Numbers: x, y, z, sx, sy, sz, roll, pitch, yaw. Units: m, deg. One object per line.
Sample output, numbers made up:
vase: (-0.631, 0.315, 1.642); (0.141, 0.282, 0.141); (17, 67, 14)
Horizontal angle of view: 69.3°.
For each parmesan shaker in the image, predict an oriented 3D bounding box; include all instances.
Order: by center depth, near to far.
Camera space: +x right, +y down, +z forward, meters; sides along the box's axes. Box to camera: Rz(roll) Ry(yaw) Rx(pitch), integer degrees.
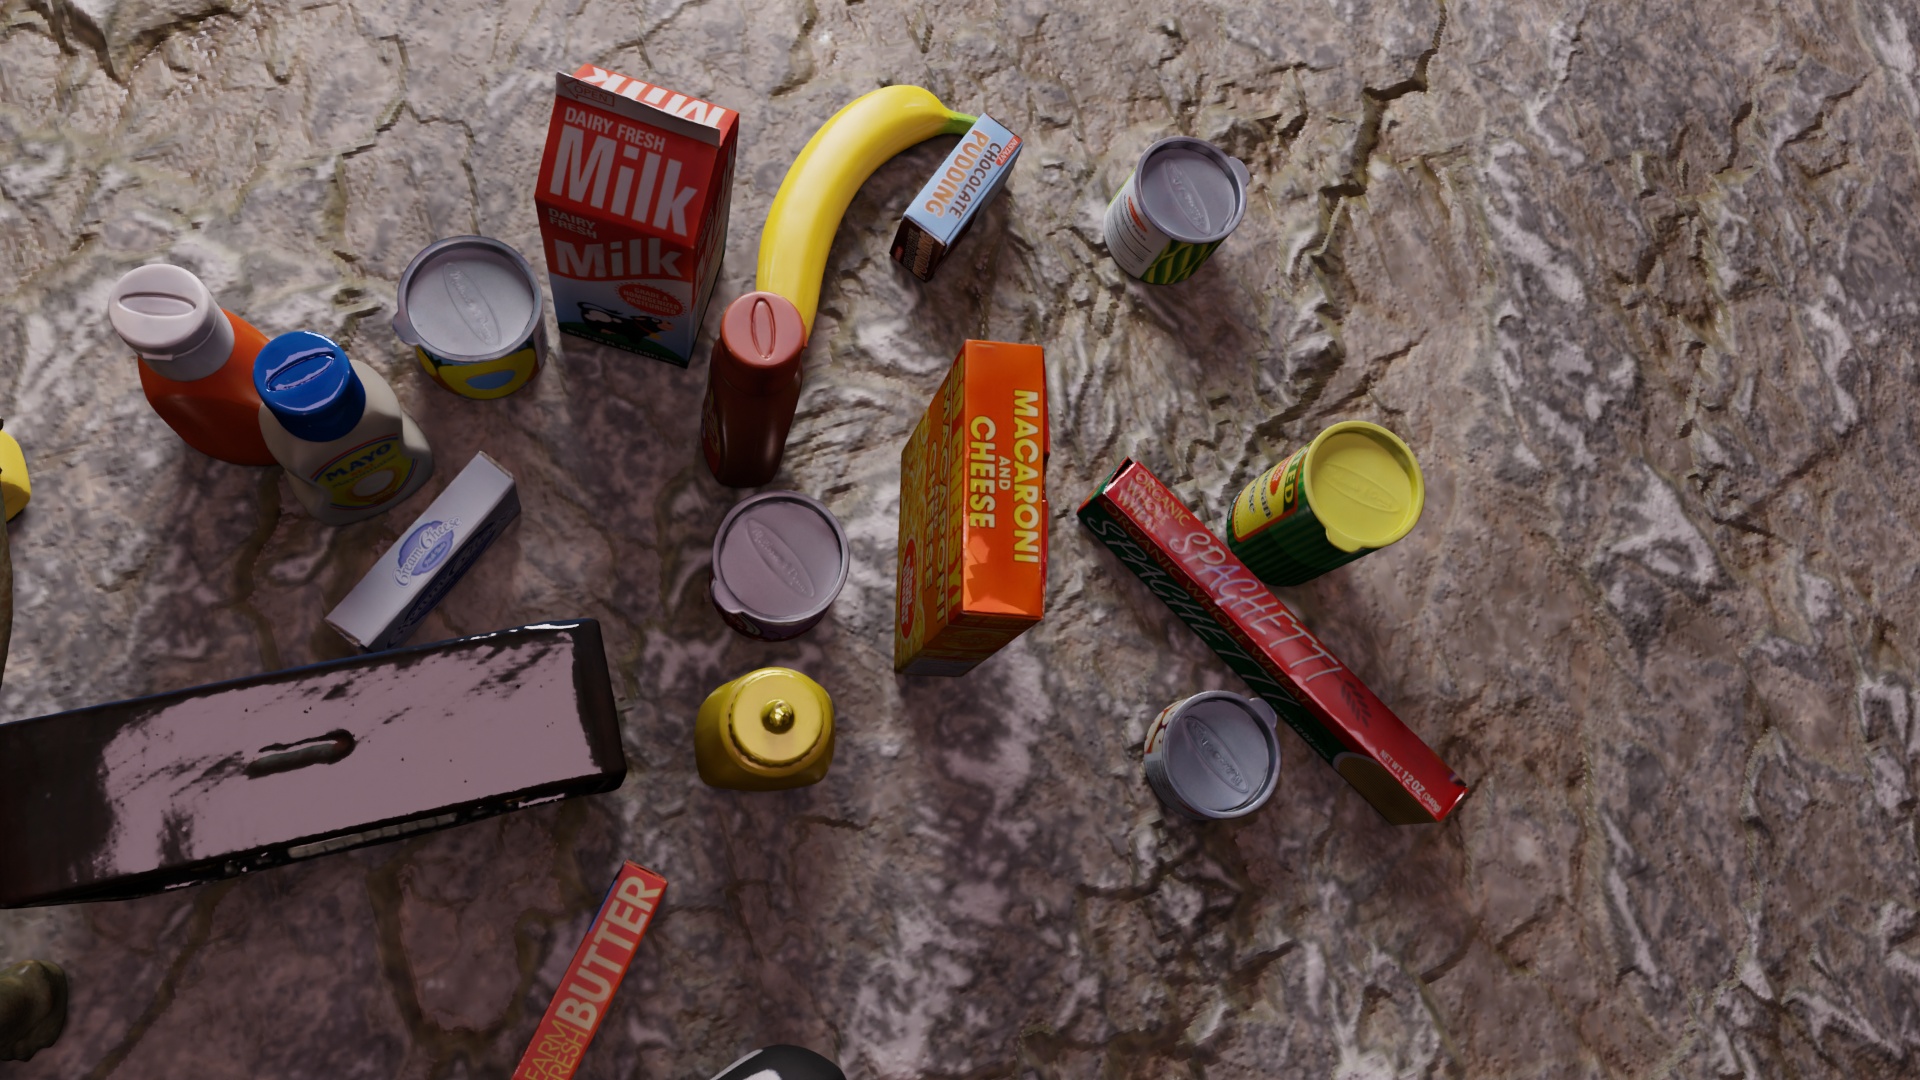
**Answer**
parmesan shaker: (0.190, -0.014, 0.741); (0.071, 0.102, 0.071); (3, 75, -12)

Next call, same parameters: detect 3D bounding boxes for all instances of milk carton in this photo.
milk carton: (-0.150, -0.155, 0.653); (0.072, 0.190, 0.073); (17, 73, -8)

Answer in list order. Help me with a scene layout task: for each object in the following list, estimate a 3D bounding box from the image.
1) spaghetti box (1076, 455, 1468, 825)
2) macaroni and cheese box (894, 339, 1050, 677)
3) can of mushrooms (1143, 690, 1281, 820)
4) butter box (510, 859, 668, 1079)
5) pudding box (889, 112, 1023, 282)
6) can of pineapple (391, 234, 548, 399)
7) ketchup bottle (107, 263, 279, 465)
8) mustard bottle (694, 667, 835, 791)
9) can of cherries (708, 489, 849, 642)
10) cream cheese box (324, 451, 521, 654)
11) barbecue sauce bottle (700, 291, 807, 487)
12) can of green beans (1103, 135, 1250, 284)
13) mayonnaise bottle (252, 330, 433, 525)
spaghetti box: (0.163, 0.056, 0.745); (0.250, 0.050, 0.029); (45, 71, 1)
macaroni and cheese box: (0.002, -0.008, 0.663); (0.040, 0.166, 0.124); (4, 75, -12)
can of mushrooms: (0.134, 0.112, 0.732); (0.071, 0.033, 0.071); (3, 75, -12)
butter box: (-0.166, 0.197, 0.630); (0.024, 0.053, 0.104); (27, 72, -5)
pudding box: (-0.002, -0.190, 0.771); (0.030, 0.049, 0.084); (35, 71, -2)
can of pineapple: (-0.242, -0.109, 0.690); (0.071, 0.057, 0.071); (3, 75, -12)
ketchup bottle: (-0.330, -0.074, 0.613); (0.065, 0.148, 0.043); (3, 76, -12)
mustard bottle: (-0.085, 0.085, 0.622); (0.065, 0.159, 0.049); (1, 76, -13)
can of cherries: (-0.094, 0.015, 0.692); (0.071, 0.058, 0.071); (3, 75, -12)
cream cheese box: (-0.251, 0.009, 0.659); (0.024, 0.053, 0.104); (37, 71, -2)
barbecue sauce bottle: (-0.100, -0.074, 0.666); (0.044, 0.148, 0.065); (-2, 77, -13)
can of green beans: (0.121, -0.187, 0.795); (0.071, 0.057, 0.071); (3, 75, -12)
mayonnaise bottle: (-0.277, -0.049, 0.619); (0.065, 0.147, 0.041); (-32, 85, -18)
